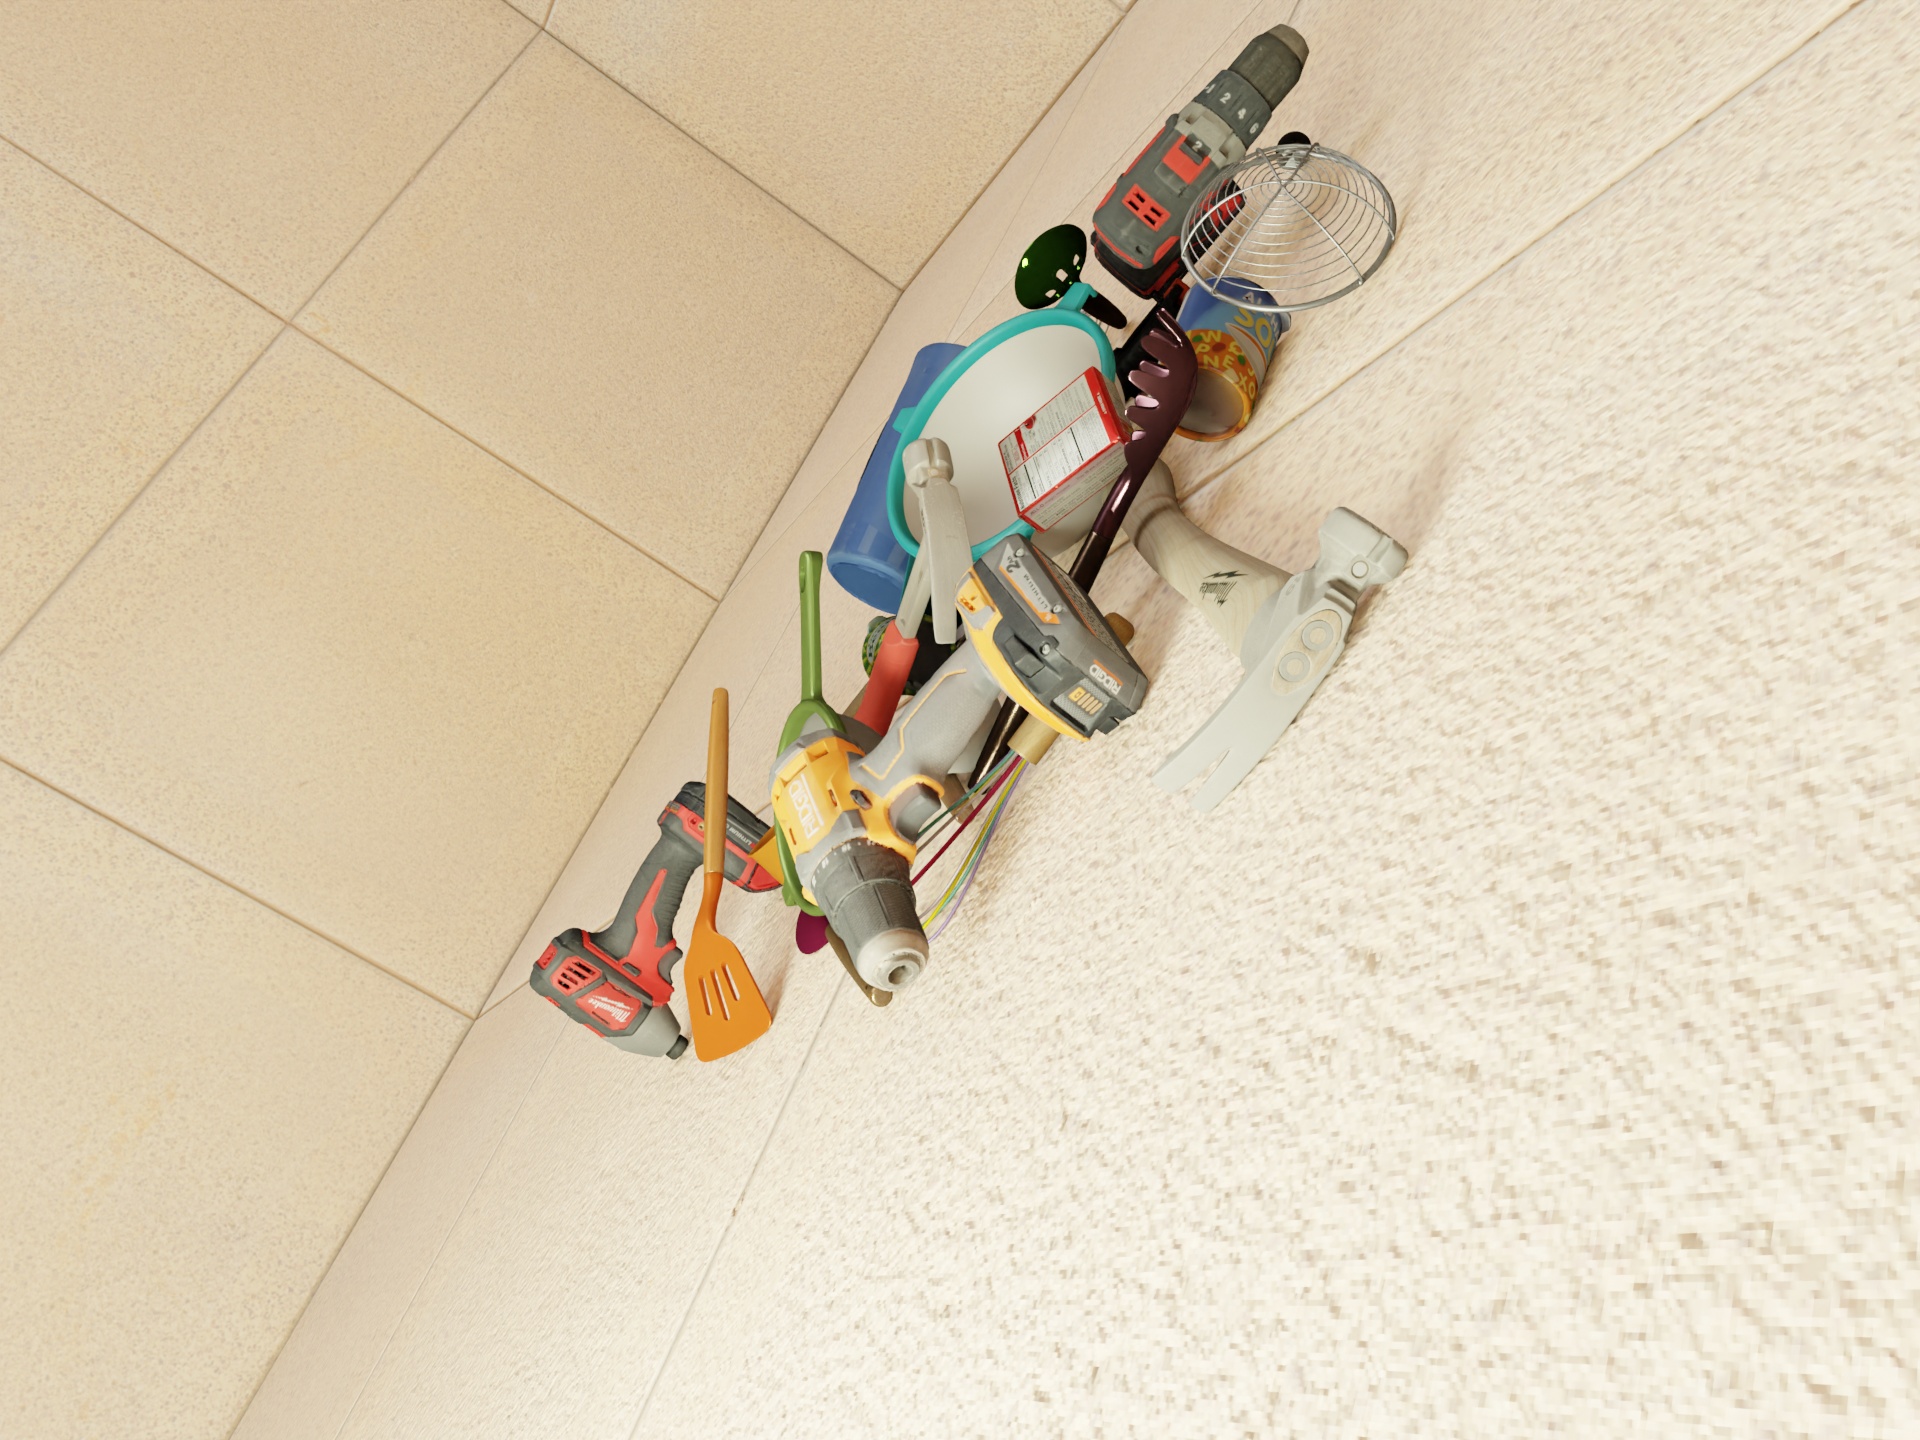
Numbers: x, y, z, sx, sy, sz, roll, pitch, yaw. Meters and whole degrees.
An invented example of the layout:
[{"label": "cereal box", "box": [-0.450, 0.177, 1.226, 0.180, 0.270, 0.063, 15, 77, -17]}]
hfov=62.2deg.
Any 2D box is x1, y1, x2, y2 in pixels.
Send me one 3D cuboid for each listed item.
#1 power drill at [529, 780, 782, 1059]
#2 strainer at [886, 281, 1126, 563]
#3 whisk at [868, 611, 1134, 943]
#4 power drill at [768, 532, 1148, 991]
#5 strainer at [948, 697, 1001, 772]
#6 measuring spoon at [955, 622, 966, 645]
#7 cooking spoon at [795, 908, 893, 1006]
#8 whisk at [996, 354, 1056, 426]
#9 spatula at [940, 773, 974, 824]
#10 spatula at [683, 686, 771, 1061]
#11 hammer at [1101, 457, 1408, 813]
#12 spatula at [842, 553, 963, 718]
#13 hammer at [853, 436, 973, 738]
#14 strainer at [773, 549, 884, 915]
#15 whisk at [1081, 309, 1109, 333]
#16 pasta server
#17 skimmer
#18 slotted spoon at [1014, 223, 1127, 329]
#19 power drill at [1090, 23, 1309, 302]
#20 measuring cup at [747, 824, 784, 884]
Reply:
[{"label": "power drill", "box": [-0.238, 0.170, 1.325, 0.220, 0.143, 0.078, -53, 17, -12]}, {"label": "strainer", "box": [0.057, -0.138, 1.131, 0.211, 0.095, 0.341, -30, 48, 29]}, {"label": "whisk", "box": [0.020, 0.036, 0.943, 0.245, 0.051, 0.047, -53, 9, 3]}, {"label": "power drill", "box": [-0.005, 0.026, 0.882, 0.226, 0.084, 0.186, -44, 39, 13]}, {"label": "strainer", "box": [-0.002, -0.004, 1.104, 0.087, 0.050, 0.258, -49, 9, 6]}, {"label": "measuring spoon", "box": [0.011, -0.070, 1.264, 0.034, 0.018, 0.124, -67, 10, -13]}, {"label": "cooking spoon", "box": [-0.081, 0.148, 1.075, 0.069, 0.017, 0.319, -58, 13, -3]}, {"label": "whisk", "box": [0.029, -0.200, 1.307, 0.073, 0.073, 0.295, -78, 10, -55]}, {"label": "spatula", "box": [-0.021, 0.031, 1.133, 0.060, 0.018, 0.316, -59, 13, 4]}, {"label": "spatula", "box": [-0.186, 0.105, 1.243, 0.081, 0.041, 0.323, -32, 44, 30]}, {"label": "hammer", "box": [0.121, -0.080, 0.872, 0.146, 0.038, 0.411, -55, 14, 12]}, {"label": "spatula", "box": [-0.070, -0.042, 1.392, 0.317, 0.082, 0.044, -49, 38, 45]}, {"label": "hammer", "box": [-0.045, -0.037, 1.138, 0.359, 0.036, 0.149, 114, 150, -60]}, {"label": "strainer", "box": [-0.079, 0.008, 1.118, 0.151, 0.069, 0.256, 162, 107, -64]}, {"label": "whisk", "box": [0.095, -0.298, 1.412, 0.058, 0.059, 0.247, -15, 40, 27]}, {"label": "pasta server", "box": [0.067, -0.092, 0.955, 0.316, 0.040, 0.060, -64, -2, 21]}, {"label": "skimmer", "box": [0.223, -0.346, 1.071, 0.363, 0.127, 0.090, -61, -34, -65]}, {"label": "slotted spoon", "box": [0.103, -0.346, 1.295, 0.070, 0.031, 0.314, -52, -9, 15]}, {"label": "power drill", "box": [0.174, -0.409, 1.183, 0.188, 0.080, 0.227, -49, 1, 7]}, {"label": "measuring cup", "box": [-0.110, 0.081, 1.257, 0.095, 0.052, 0.174, -44, 5, 9]}]
